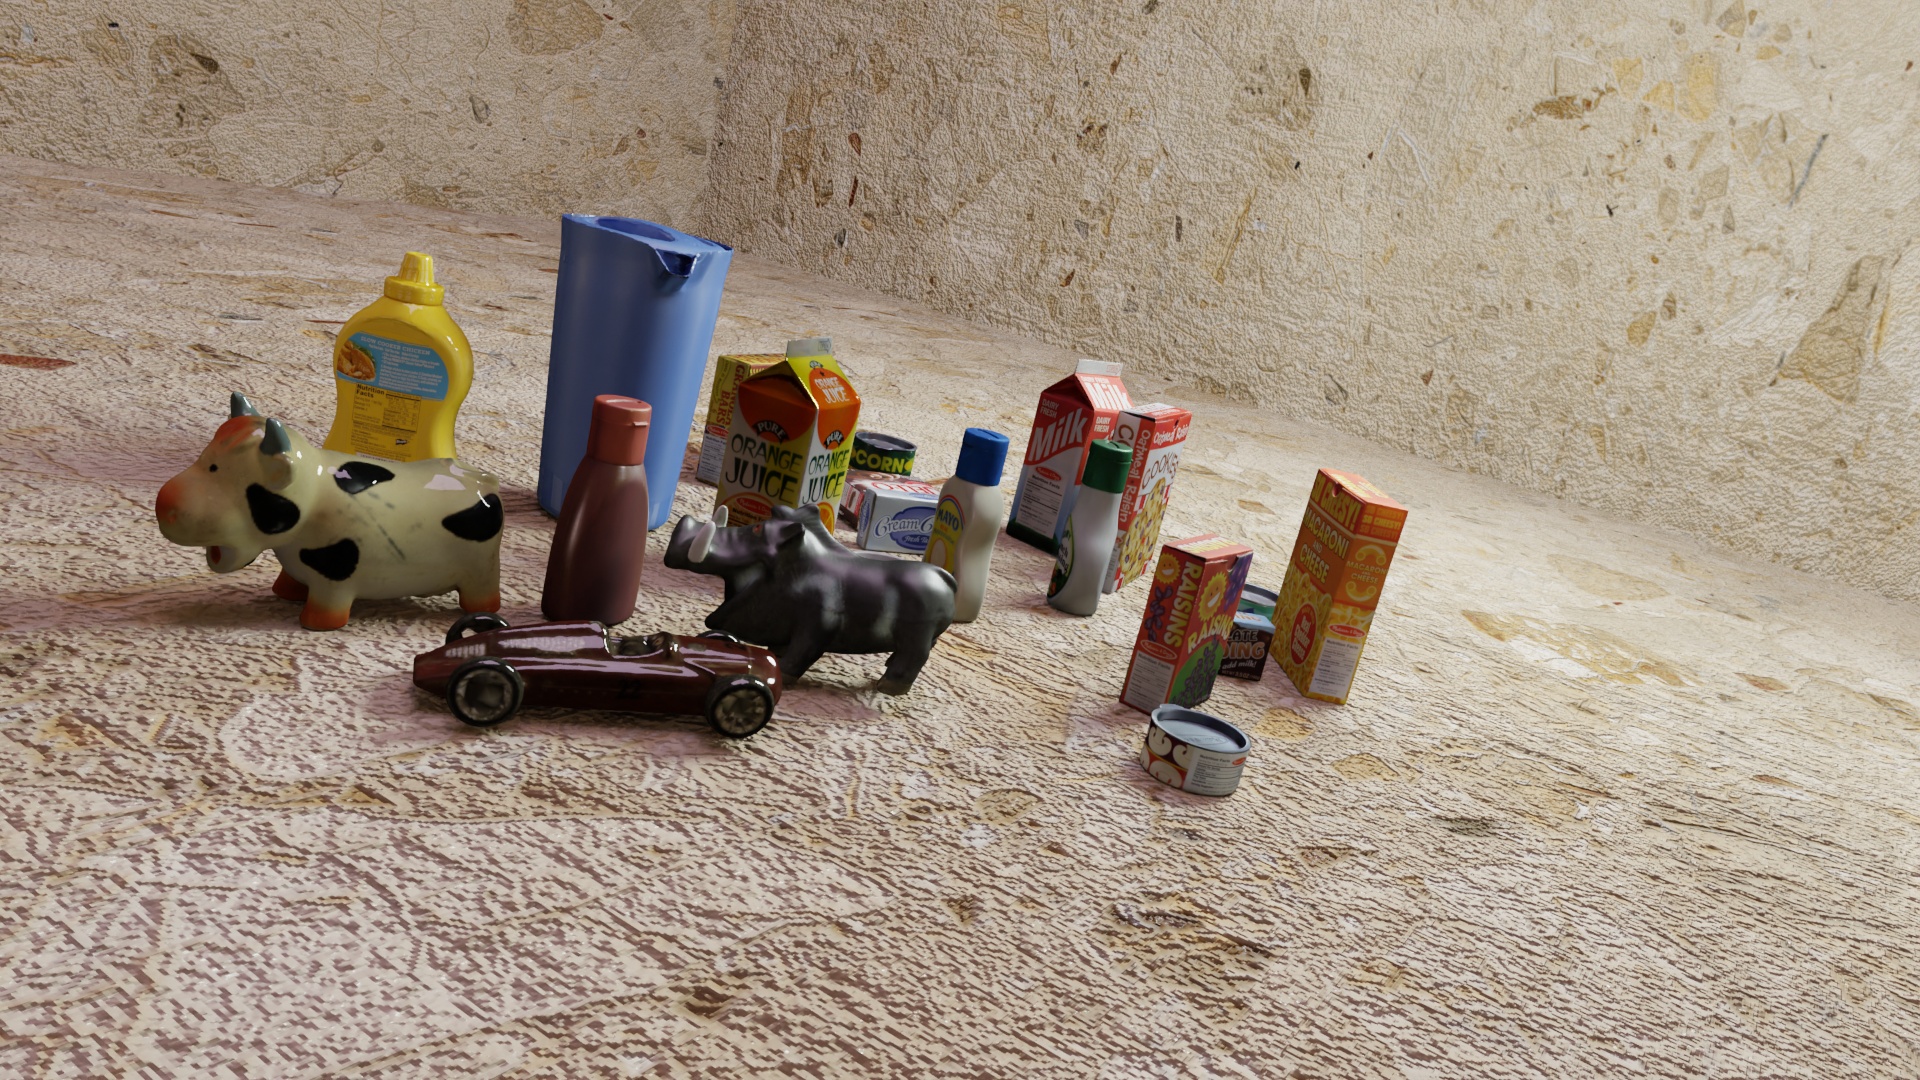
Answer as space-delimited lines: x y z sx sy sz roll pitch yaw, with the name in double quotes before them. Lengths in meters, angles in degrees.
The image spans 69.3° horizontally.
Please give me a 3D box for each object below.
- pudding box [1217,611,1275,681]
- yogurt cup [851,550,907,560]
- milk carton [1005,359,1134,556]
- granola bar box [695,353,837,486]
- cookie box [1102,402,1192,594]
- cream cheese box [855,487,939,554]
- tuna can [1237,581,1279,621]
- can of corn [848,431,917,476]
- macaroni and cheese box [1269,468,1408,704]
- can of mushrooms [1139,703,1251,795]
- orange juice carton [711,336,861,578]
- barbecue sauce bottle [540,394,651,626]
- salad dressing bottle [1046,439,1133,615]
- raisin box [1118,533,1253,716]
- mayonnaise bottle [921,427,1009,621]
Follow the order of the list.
"pudding box" 0.205 0.080 1.118 0.084 0.049 0.030 11 14 -10
"yogurt cup" -0.061 0.043 1.010 0.072 0.053 0.072 13 14 -3
"milk carton" 0.115 -0.085 1.375 0.073 0.190 0.072 26 19 40
"granola bar box" -0.188 -0.121 1.371 0.039 0.123 0.166 19 15 21
"cookie box" 0.165 -0.043 1.308 0.040 0.167 0.123 19 15 20
"cream cheese box" -0.039 -0.015 1.248 0.104 0.053 0.024 6 16 -28
"tuna can" 0.261 0.062 1.269 0.071 0.032 0.071 13 15 -3
"can of corn" -0.083 -0.074 1.419 0.071 0.058 0.071 13 14 -3
"macaroni and cheese box" 0.306 0.034 1.148 0.040 0.166 0.124 12 14 -7
"can of mushrooms" 0.150 0.135 0.897 0.071 0.033 0.071 13 15 -3
"orange juice carton" -0.133 -0.061 1.063 0.073 0.192 0.072 19 15 20
"barbecue sauce bottle" -0.231 -0.019 0.904 0.044 0.148 0.065 22 17 31
"salad dressing bottle" 0.111 -0.011 1.182 0.044 0.147 0.064 12 14 -8
"raisin box" 0.165 0.061 1.008 0.040 0.123 0.086 22 17 31
"mayonnaise bottle" 0.004 -0.014 1.094 0.041 0.147 0.065 3 17 -35
